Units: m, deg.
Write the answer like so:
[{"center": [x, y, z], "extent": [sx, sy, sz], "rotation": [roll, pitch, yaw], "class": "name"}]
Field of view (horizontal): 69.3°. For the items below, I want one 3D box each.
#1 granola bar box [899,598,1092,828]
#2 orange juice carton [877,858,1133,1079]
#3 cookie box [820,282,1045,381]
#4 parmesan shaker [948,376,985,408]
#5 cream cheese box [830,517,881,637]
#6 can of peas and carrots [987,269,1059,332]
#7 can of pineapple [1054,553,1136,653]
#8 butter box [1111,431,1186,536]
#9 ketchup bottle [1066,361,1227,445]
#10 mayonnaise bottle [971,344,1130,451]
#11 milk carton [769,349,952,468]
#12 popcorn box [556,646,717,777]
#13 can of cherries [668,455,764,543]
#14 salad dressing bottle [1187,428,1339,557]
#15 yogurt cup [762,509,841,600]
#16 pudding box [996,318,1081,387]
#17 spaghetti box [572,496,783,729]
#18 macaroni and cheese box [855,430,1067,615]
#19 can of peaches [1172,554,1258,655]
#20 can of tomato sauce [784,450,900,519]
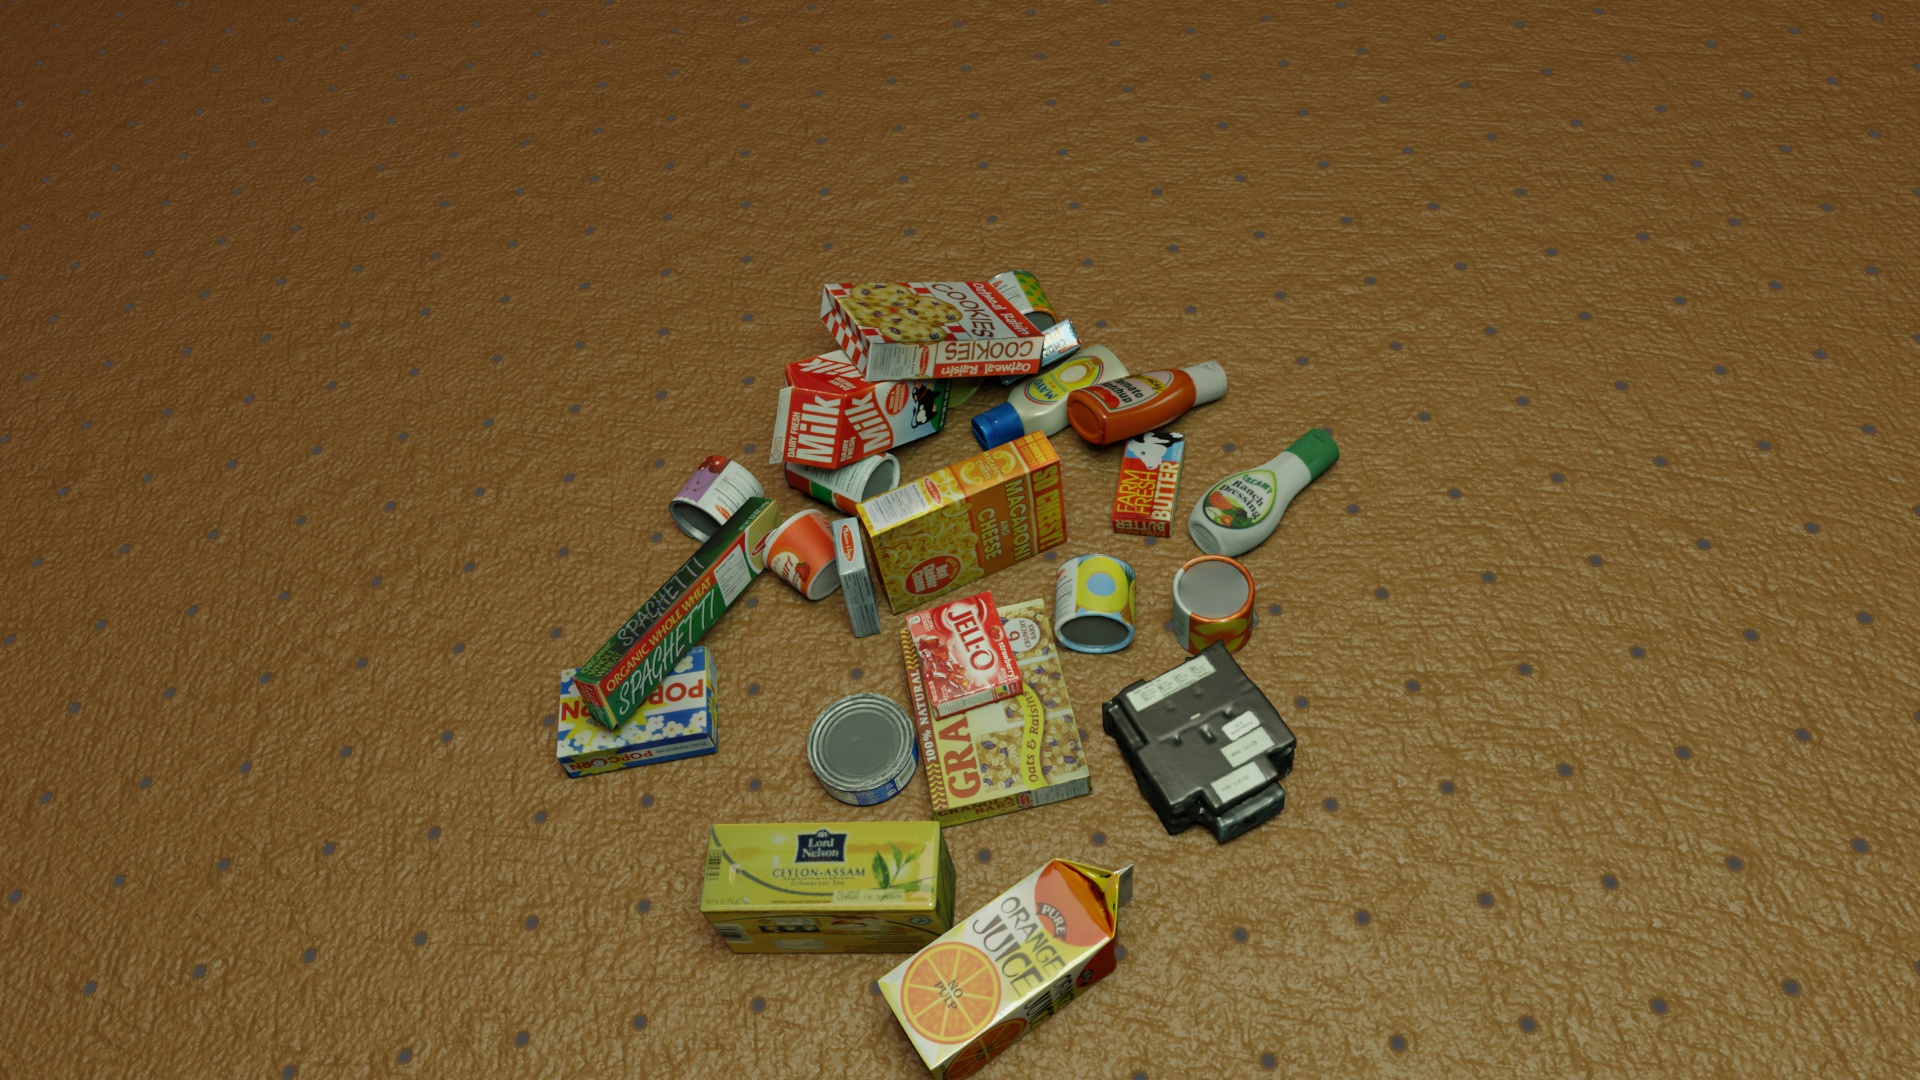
[{"center": [0.026, 0.136, 1.110], "extent": [0.124, 0.039, 0.166], "rotation": [-13, 54, -1], "class": "granola bar box"}, {"center": [0.044, 0.293, 0.974], "extent": [0.193, 0.071, 0.073], "rotation": [-32, 57, -14], "class": "orange juice carton"}, {"center": [-0.025, -0.189, 1.242], "extent": [0.168, 0.040, 0.123], "rotation": [-6, 35, -25], "class": "cookie box"}, {"center": [-0.032, -0.183, 1.327], "extent": [0.071, 0.071, 0.103], "rotation": [-38, 58, -18], "class": "parmesan shaker"}, {"center": [-0.087, 0.032, 1.161], "extent": [0.024, 0.103, 0.053], "rotation": [-10, 55, -1], "class": "cream cheese box"}, {"center": [0.057, -0.217, 1.344], "extent": [0.071, 0.070, 0.059], "rotation": [-20, 55, -6], "class": "can of peas and carrots"}, {"center": [0.112, 0.053, 1.140], "extent": [0.071, 0.070, 0.058], "rotation": [0, 55, 8], "class": "can of pineapple"}, {"center": [0.168, -0.052, 1.232], "extent": [0.053, 0.024, 0.104], "rotation": [6, 56, 14], "class": "butter box"}, {"center": [0.172, -0.128, 1.255], "extent": [0.149, 0.043, 0.065], "rotation": [-18, 38, -25], "class": "ketchup bottle"}, {"center": [0.083, -0.128, 1.289], "extent": [0.148, 0.041, 0.065], "rotation": [-27, 49, -12], "class": "mayonnaise bottle"}, {"center": [-0.095, -0.120, 1.219], "extent": [0.073, 0.072, 0.191], "rotation": [28, 32, 29], "class": "milk carton"}, {"center": [-0.266, 0.141, 1.149], "extent": [0.127, 0.038, 0.085], "rotation": [-10, 54, 1], "class": "popcorn box"}, {"center": [-0.221, -0.035, 1.254], "extent": [0.071, 0.071, 0.058], "rotation": [20, 60, 21], "class": "can of cherries"}, {"center": [0.264, -0.043, 1.200], "extent": [0.148, 0.043, 0.064], "rotation": [-37, 57, -17], "class": "salad dressing bottle"}, {"center": [-0.129, 0.015, 1.206], "extent": [0.072, 0.072, 0.054], "rotation": [-39, 67, -19], "class": "yogurt cup"}, {"center": [0.071, -0.175, 1.308], "extent": [0.084, 0.050, 0.030], "rotation": [-27, 92, 2], "class": "pudding box"}, {"center": [-0.228, 0.054, 1.162], "extent": [0.029, 0.050, 0.251], "rotation": [10, 42, 29], "class": "spaghetti box"}, {"center": [0.004, -0.015, 1.169], "extent": [0.167, 0.123, 0.040], "rotation": [-23, 56, -8], "class": "macaroni and cheese box"}, {"center": [0.208, 0.053, 1.131], "extent": [0.071, 0.057, 0.071], "rotation": [-4, 54, 6], "class": "can of peaches"}, {"center": [-0.105, -0.061, 1.256], "extent": [0.083, 0.071, 0.071], "rotation": [25, 62, 23], "class": "can of tomato sauce"}]
